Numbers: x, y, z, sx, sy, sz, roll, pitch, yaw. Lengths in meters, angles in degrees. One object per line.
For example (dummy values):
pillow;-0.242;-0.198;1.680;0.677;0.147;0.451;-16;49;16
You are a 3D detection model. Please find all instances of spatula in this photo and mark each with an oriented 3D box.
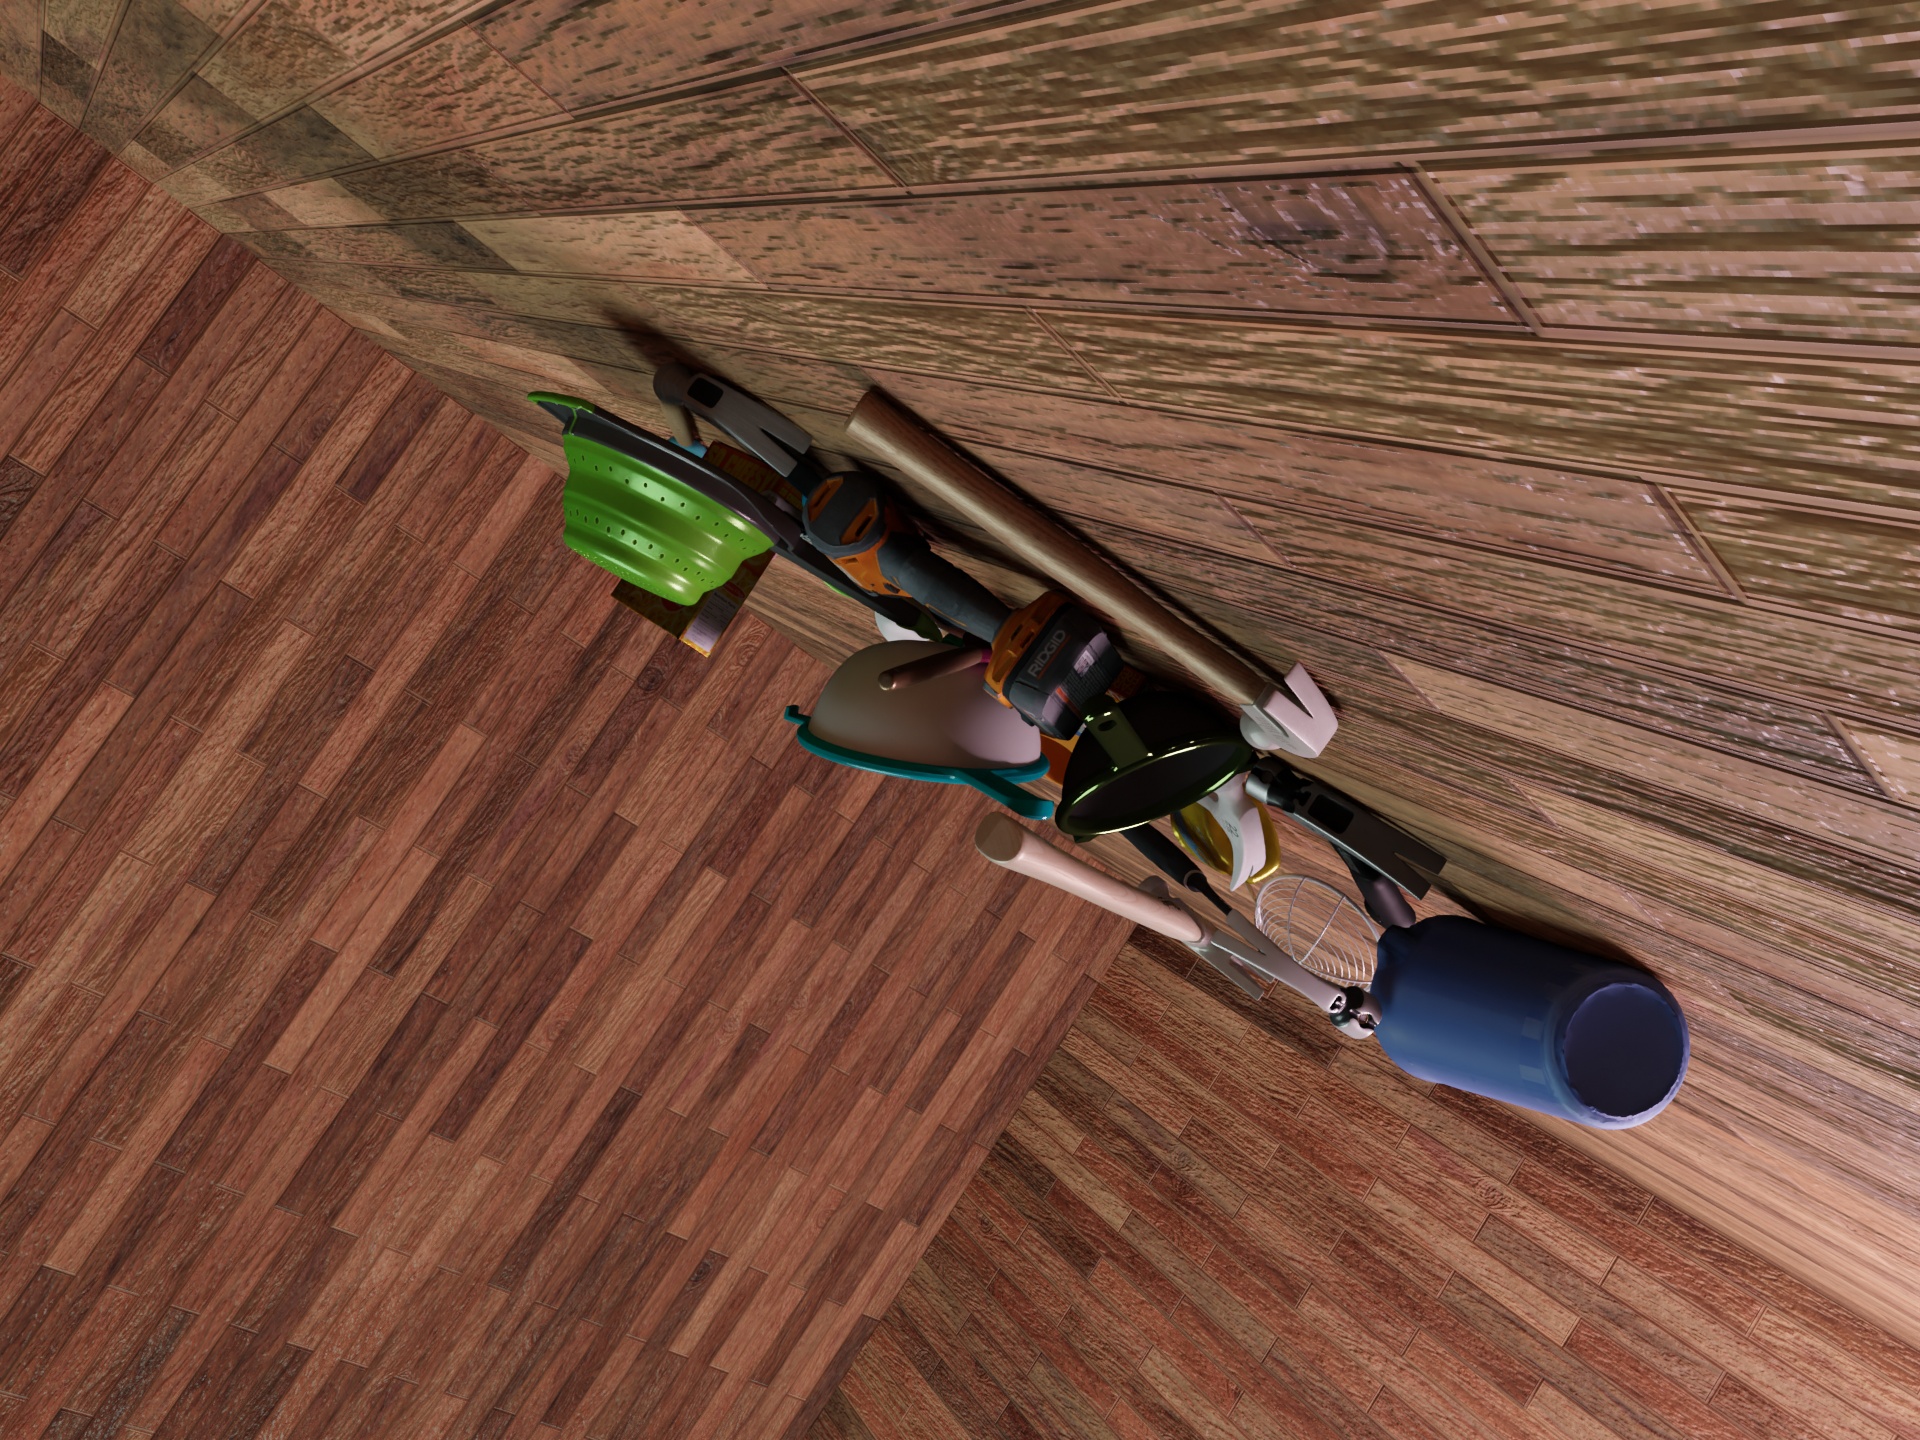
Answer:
spatula;-0.252;-0.246;1.409;0.082;0.044;0.317;39;175;-1

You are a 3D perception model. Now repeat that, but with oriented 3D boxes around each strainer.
strainer;-0.036;-0.095;1.531;0.086;0.050;0.258;19;177;-16
strainer;0.113;0.007;1.099;0.069;0.151;0.256;69;-170;22
strainer;-0.002;-0.004;1.253;0.211;0.095;0.341;4;-171;-23

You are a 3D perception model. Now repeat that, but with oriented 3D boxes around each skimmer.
skimmer;0.303;0.151;1.502;0.127;0.090;0.363;62;-175;-16

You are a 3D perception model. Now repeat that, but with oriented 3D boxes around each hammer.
hammer;0.121;0.016;1.393;0.406;0.035;0.143;34;153;51
hammer;0.076;-0.080;0.901;0.331;0.031;0.130;35;176;-8
hammer;-0.094;-0.163;1.237;0.128;0.033;0.330;31;175;44
hammer;0.205;0.144;1.372;0.149;0.036;0.409;33;-176;-22
hammer;0.327;0.121;1.260;0.146;0.035;0.334;32;176;29
hammer;0.129;0.142;1.246;0.146;0.038;0.410;37;-176;32

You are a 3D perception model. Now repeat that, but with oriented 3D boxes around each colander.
colander;-0.174;-0.118;1.245;0.396;0.094;0.205;29;175;-38

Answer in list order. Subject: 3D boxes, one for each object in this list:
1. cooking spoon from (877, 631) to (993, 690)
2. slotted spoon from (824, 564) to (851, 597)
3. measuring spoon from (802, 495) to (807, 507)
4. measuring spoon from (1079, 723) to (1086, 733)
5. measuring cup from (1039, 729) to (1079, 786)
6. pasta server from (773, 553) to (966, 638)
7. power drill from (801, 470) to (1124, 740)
cooking spoon;0.002;-0.048;1.225;0.069;0.017;0.319;30;-163;13
slotted spoon;-0.103;-0.154;1.459;0.070;0.031;0.314;34;174;-3
measuring spoon;-0.134;-0.190;1.292;0.042;0.021;0.128;31;177;30
measuring spoon;0.083;-0.026;1.363;0.124;0.018;0.034;48;156;29
measuring cup;0.114;0.006;1.535;0.095;0.052;0.173;35;155;5
pasta server;-0.091;-0.117;1.410;0.316;0.040;0.060;26;-176;17
power drill;0.003;-0.081;1.135;0.227;0.084;0.164;36;179;20
